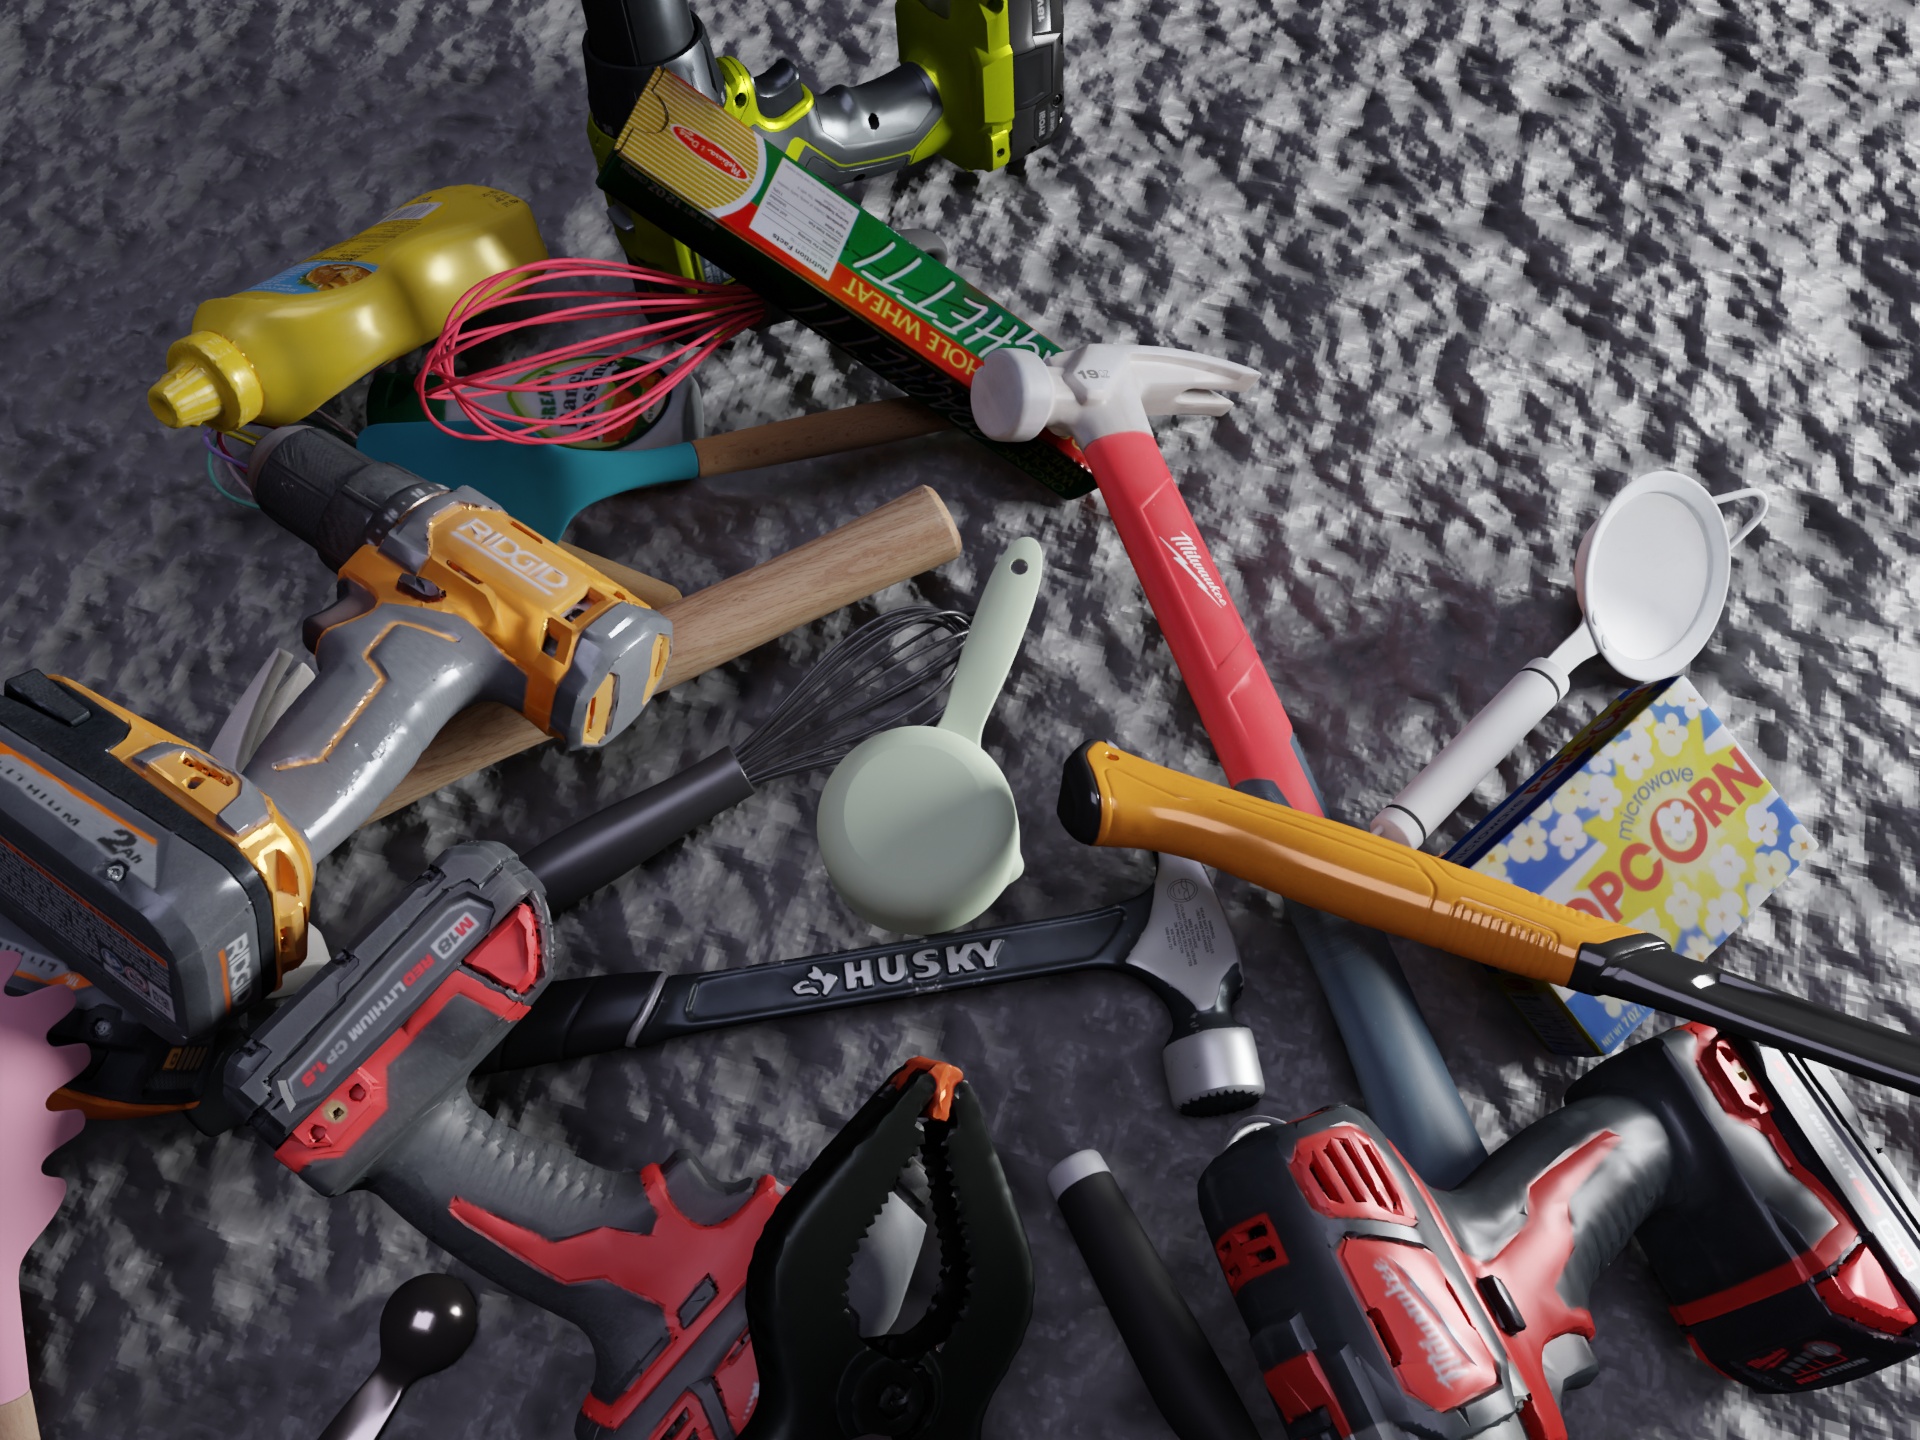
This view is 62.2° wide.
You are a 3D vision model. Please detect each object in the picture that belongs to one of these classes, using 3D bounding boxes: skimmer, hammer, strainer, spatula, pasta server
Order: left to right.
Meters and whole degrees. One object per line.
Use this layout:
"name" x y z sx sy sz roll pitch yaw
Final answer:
"pasta server" -0.285 0.230 0.487 0.060 0.040 0.316 -9 92 -8
"hammer" -0.155 -0.017 0.655 0.331 0.031 0.130 -26 71 -6
"hammer" -0.100 0.102 0.609 0.409 0.036 0.149 -8 62 -1
"spatula" -0.095 -0.119 0.700 0.317 0.044 0.082 -15 92 -20
"hammer" 0.130 0.013 0.629 0.143 0.038 0.387 -7 65 -34
"skimmer" 0.147 0.274 0.480 0.090 0.127 0.364 -28 55 -6
"hammer" 0.193 0.067 0.524 0.337 0.034 0.127 18 31 18
"strainer" 0.235 -0.021 0.635 0.258 0.086 0.050 -39 23 -24

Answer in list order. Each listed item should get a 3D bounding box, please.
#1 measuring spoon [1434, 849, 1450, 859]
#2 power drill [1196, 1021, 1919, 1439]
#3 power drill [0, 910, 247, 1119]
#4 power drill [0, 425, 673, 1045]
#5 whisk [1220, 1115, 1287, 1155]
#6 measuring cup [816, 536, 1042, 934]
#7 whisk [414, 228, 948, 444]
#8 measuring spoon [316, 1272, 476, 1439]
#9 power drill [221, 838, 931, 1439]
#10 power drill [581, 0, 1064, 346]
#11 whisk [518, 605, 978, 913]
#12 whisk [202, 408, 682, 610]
"measuring spoon" 0.228 0.051 0.634 0.117 0.011 0.021 -20 68 -3
"power drill" 0.196 0.190 0.475 0.226 0.080 0.188 -8 59 -30
"power drill" -0.335 0.181 0.539 0.164 0.084 0.226 18 80 11
"power drill" -0.240 -0.017 0.565 0.185 0.084 0.226 33 46 11
"whisk" 0.157 0.241 0.520 0.057 0.059 0.246 -13 64 -38
"measuring cup" -0.001 -0.002 0.603 0.083 0.038 0.168 18 75 9
"whisk" -0.104 -0.176 0.685 0.073 0.073 0.296 40 44 20
"measuring spoon" -0.214 0.248 0.548 0.034 0.018 0.124 27 68 15
"power drill" -0.118 0.148 0.531 0.219 0.078 0.143 45 75 -3
"power drill" -0.065 -0.296 0.727 0.228 0.190 0.080 -32 59 -18
"whisk" -0.091 0.019 0.647 0.239 0.055 0.055 -30 65 -7
"whisk" -0.237 -0.091 0.711 0.245 0.047 0.051 22 65 10
